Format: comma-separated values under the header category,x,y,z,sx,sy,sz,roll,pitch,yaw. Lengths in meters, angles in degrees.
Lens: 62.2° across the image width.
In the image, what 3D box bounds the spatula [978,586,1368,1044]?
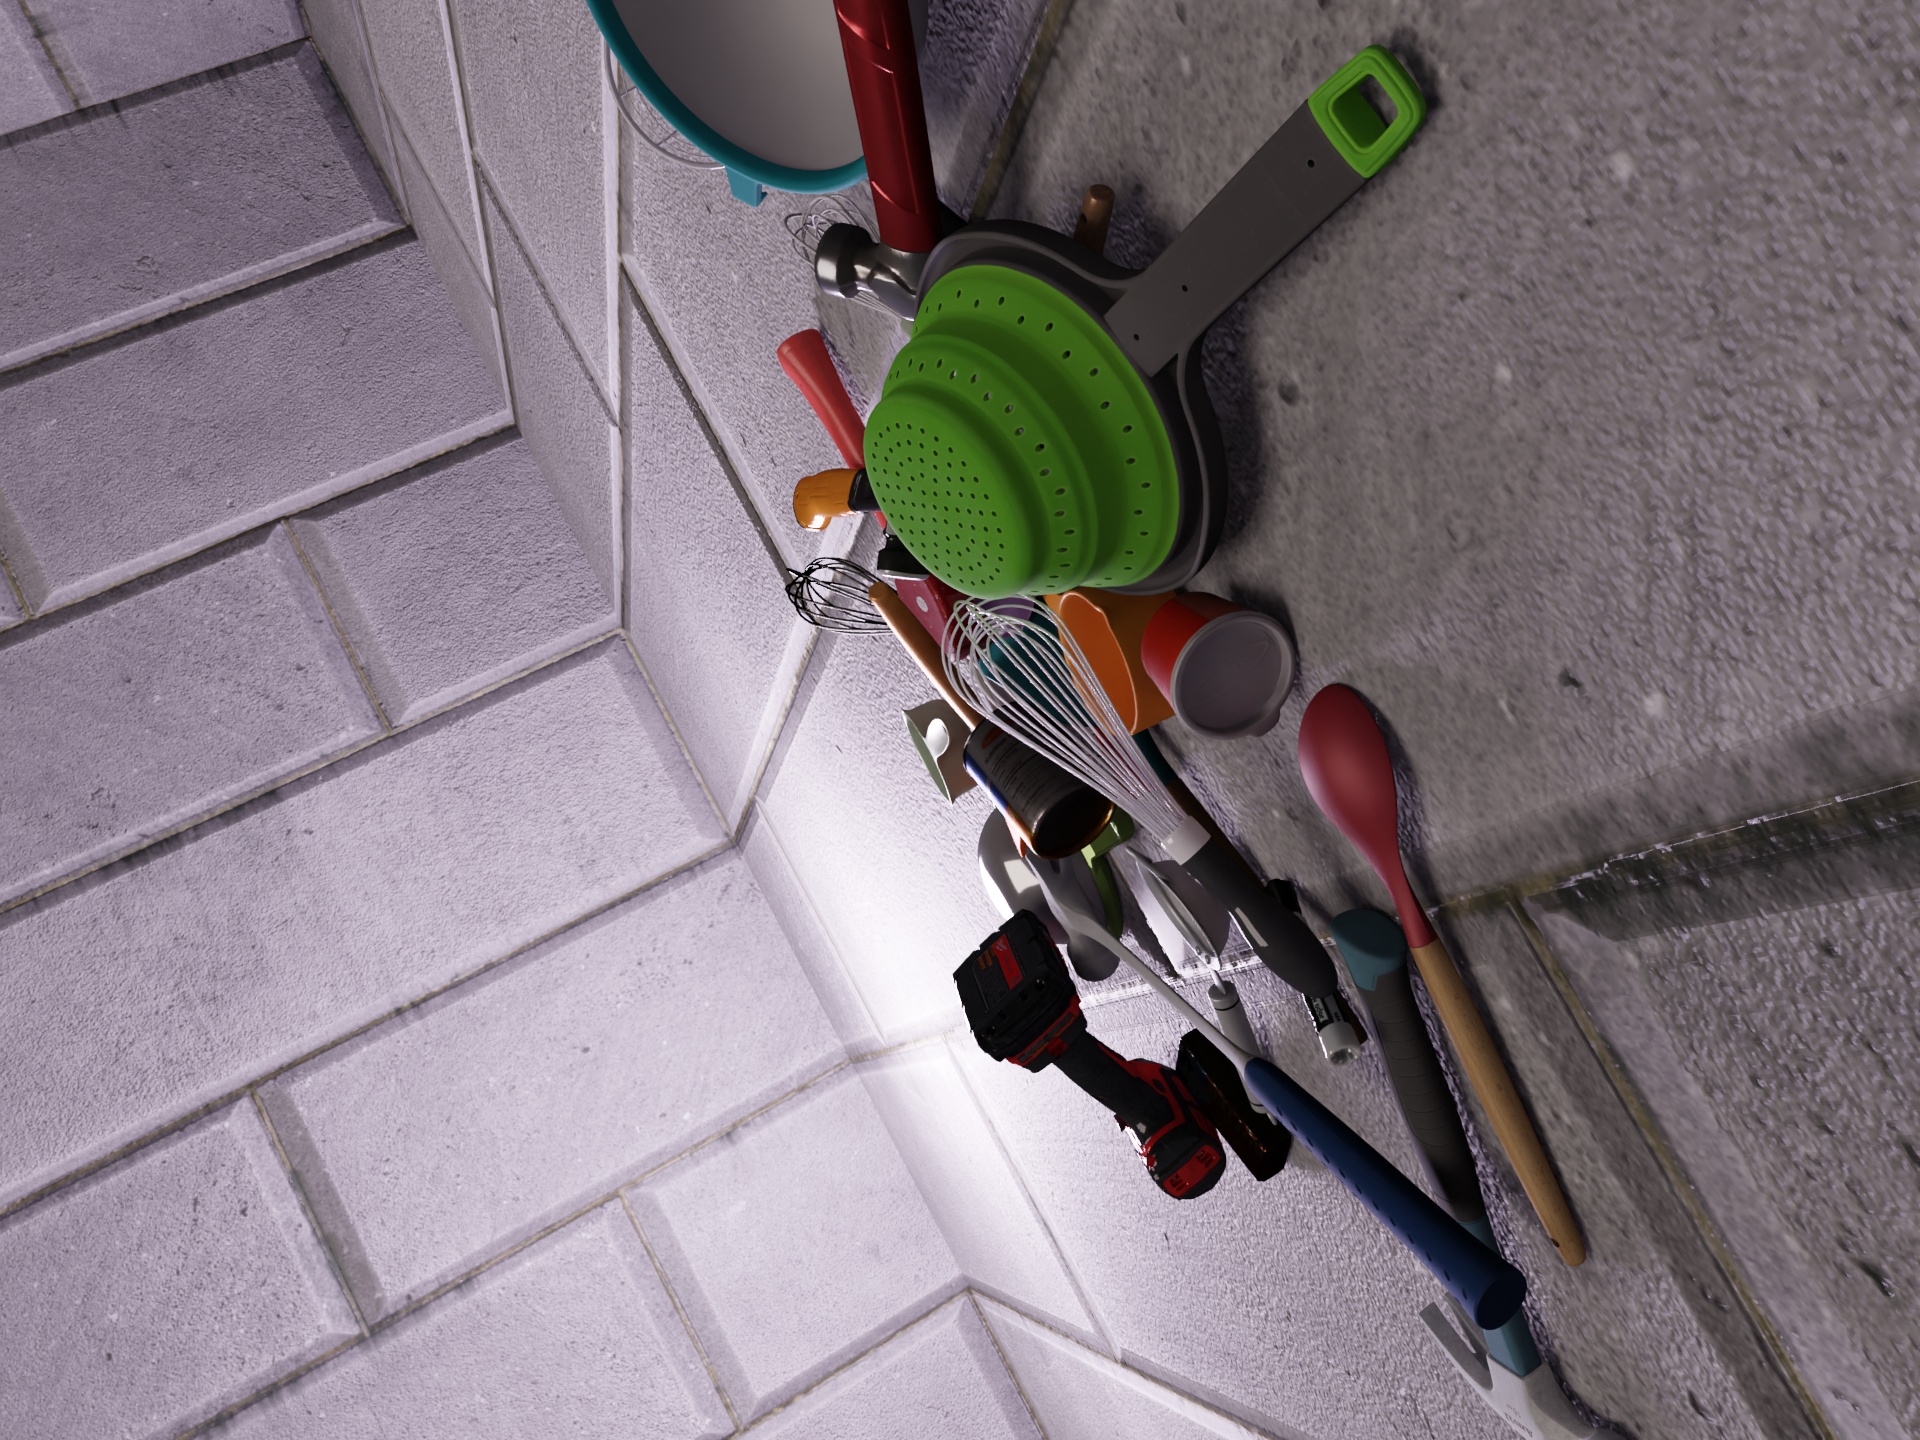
category,x,y,z,sx,sy,sz,roll,pitch,yaw
spatula,0.133,0.061,0.938,0.318,0.082,0.044,54,-157,17

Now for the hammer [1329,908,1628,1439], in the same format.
category,x,y,z,sx,sy,sz,roll,pitch,yaw
hammer,0.267,0.251,0.854,0.128,0.033,0.331,14,128,67

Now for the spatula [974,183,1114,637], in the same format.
category,x,y,z,sx,sy,sz,roll,pitch,yaw
spatula,0.041,-0.147,0.839,0.060,0.018,0.315,55,154,25

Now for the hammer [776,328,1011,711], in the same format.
category,x,y,z,sx,sy,sz,roll,pitch,yaw
hammer,-0.035,-0.132,1.170,0.359,0.036,0.149,61,163,6

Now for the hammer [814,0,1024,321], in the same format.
category,x,y,z,sx,sy,sz,roll,pitch,yaw
hammer,-0.030,-0.330,0.688,0.143,0.038,0.385,18,149,21

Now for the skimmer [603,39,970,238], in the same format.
category,x,y,z,sx,sy,sz,roll,pitch,yaw
skimmer,-0.094,-0.340,0.941,0.364,0.090,0.127,48,126,35

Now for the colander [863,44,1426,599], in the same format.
category,x,y,z,sx,sy,sz,roll,pitch,yaw
colander,0.051,-0.147,0.692,0.204,0.094,0.397,52,154,-2

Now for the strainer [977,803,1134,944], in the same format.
category,x,y,z,sx,sy,sz,roll,pitch,yaw
strainer,0.066,0.108,1.171,0.151,0.069,0.256,61,165,7

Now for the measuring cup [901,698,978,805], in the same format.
category,x,y,z,sx,sy,sz,roll,pitch,yaw
measuring cup,-0.005,0.012,1.155,0.083,0.038,0.167,62,170,6

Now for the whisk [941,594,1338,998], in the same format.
category,x,y,z,sx,sy,sz,roll,pitch,yaw
whisk,0.096,0.039,0.840,0.284,0.070,0.070,46,162,3

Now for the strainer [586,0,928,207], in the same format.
category,x,y,z,sx,sy,sz,roll,pitch,yaw
strainer,-0.051,-0.387,0.767,0.340,0.095,0.210,0,135,48

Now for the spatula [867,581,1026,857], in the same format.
category,x,y,z,sx,sy,sz,roll,pitch,yaw
spatula,-0.002,-0.003,1.032,0.322,0.041,0.081,51,-164,-58

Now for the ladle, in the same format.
category,x,y,z,sx,sy,sz,roll,pitch,yaw
ladle,0.237,0.129,0.775,0.315,0.031,0.069,63,164,-6

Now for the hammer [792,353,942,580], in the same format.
category,x,y,z,sx,sy,sz,roll,pitch,yaw
hammer,-0.068,-0.161,1.059,0.337,0.034,0.127,-159,75,-73

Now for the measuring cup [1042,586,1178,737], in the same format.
category,x,y,z,sx,sy,sz,roll,pitch,yaw
measuring cup,0.079,-0.071,0.905,0.095,0.052,0.174,90,155,-55

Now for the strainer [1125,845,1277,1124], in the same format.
category,x,y,z,sx,sy,sz,roll,pitch,yaw
strainer,0.167,0.168,1.017,0.258,0.050,0.087,66,170,-29

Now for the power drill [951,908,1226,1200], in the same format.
category,x,y,z,sx,sy,sz,roll,pitch,yaw
power drill,0.099,0.246,1.171,0.219,0.078,0.143,44,-173,-20

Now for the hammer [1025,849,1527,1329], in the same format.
category,x,y,z,sx,sy,sz,roll,pitch,yaw
hammer,0.164,0.198,0.934,0.406,0.035,0.143,40,161,50

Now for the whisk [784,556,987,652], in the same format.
category,x,y,z,sx,sy,sz,roll,pitch,yaw
whisk,-0.026,-0.069,1.099,0.239,0.055,0.055,19,140,30

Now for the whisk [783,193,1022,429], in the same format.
category,x,y,z,sx,sy,sz,roll,pitch,yaw
whisk,-0.032,-0.250,0.972,0.247,0.059,0.057,48,130,31
